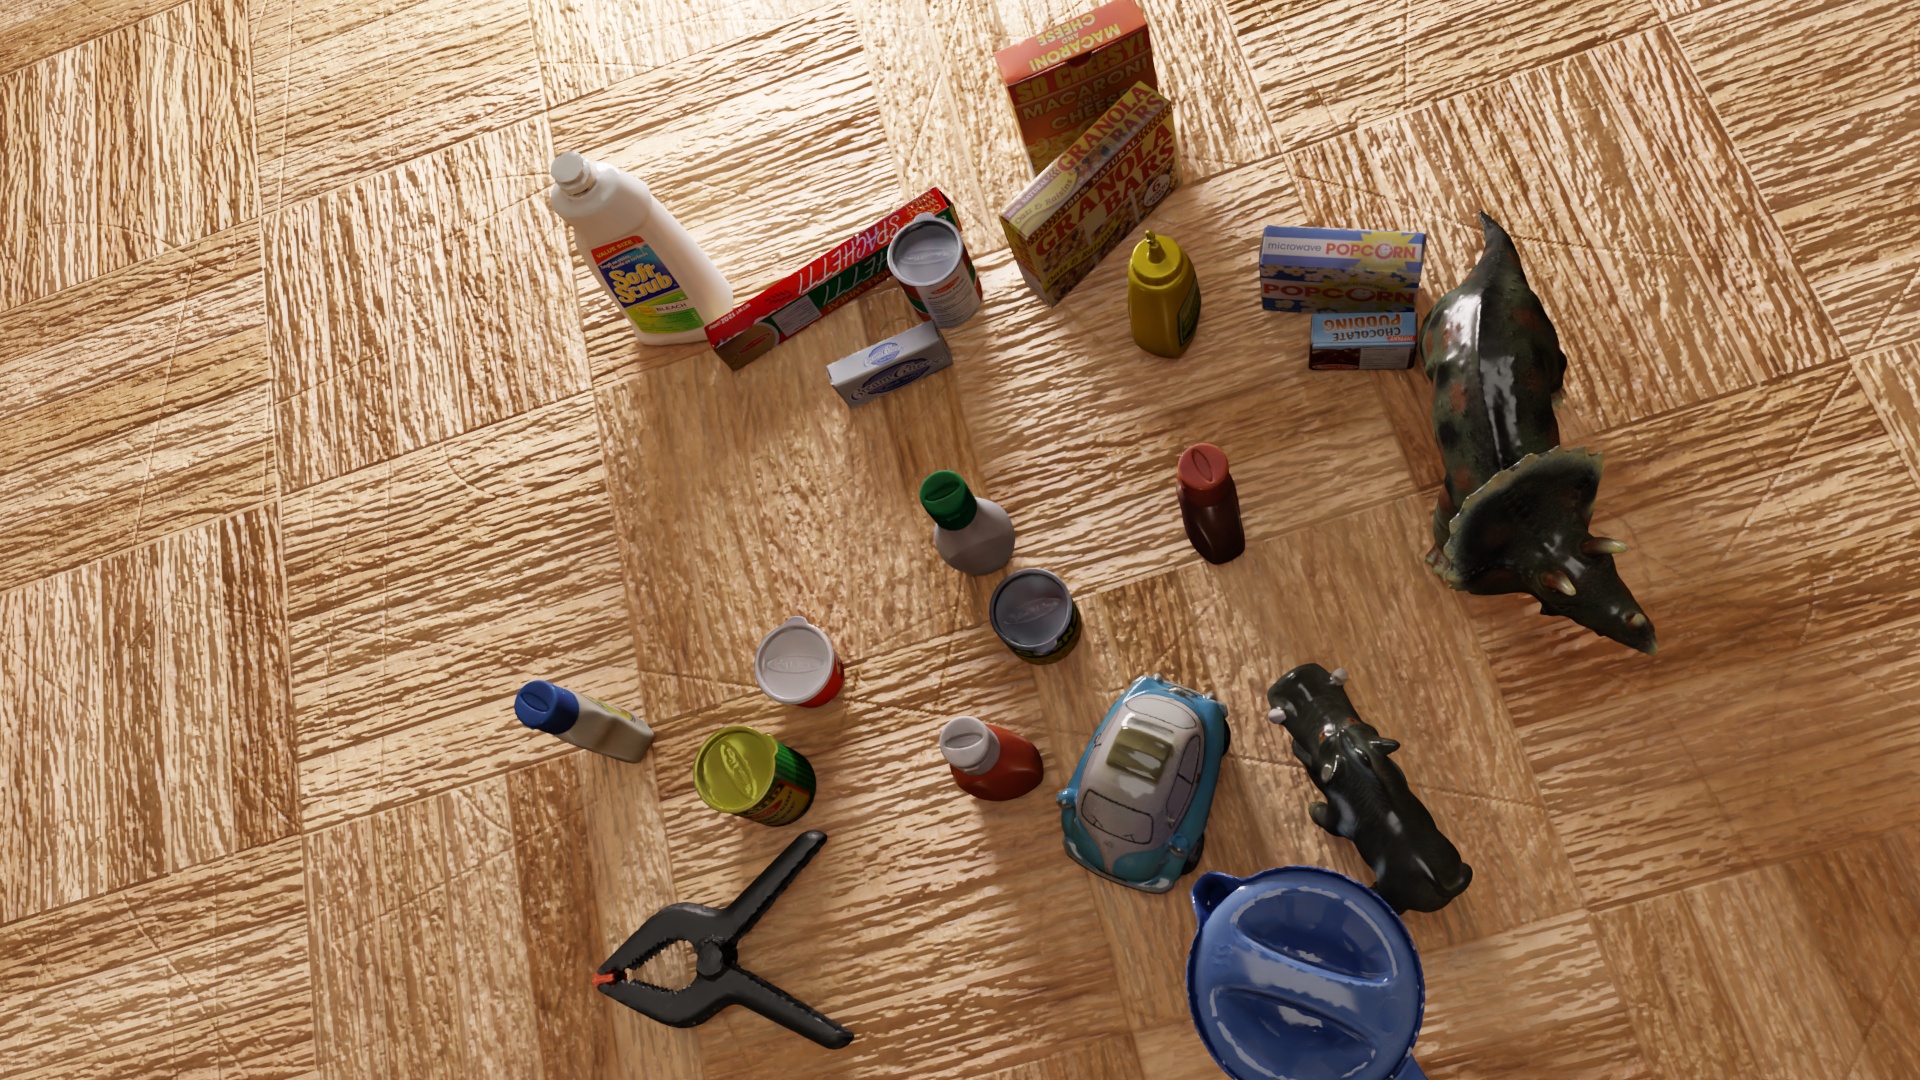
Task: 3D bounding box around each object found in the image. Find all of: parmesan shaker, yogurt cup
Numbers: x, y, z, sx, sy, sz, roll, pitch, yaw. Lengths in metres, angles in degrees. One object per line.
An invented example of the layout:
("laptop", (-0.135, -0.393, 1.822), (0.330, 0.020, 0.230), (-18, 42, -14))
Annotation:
("parmesan shaker", (-0.157, 0.187, 1.095), (0.071, 0.103, 0.071), (-4, 71, 12))
("yogurt cup", (-0.129, 0.106, 1.142), (0.072, 0.054, 0.072), (-4, 71, 12))

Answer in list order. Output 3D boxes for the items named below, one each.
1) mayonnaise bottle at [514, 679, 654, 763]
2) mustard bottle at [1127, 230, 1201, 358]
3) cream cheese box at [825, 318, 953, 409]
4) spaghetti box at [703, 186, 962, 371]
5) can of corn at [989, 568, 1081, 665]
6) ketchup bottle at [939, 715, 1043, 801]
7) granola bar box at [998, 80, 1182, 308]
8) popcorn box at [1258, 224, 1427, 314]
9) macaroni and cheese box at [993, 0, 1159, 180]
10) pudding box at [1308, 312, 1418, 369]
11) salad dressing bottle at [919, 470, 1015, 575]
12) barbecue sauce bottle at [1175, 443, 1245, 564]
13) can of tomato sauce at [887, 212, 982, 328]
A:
("mayonnaise bottle", (-0.305, 0.145, 1.120), (0.065, 0.147, 0.041), (25, 80, 20))
("mustard bottle", (0.162, -0.203, 1.119), (0.049, 0.160, 0.065), (19, 78, 19))
("cream cheese box", (-0.061, -0.153, 1.214), (0.104, 0.053, 0.024), (-23, 68, 5))
("spaghetti box", (-0.113, -0.236, 1.256), (0.250, 0.050, 0.029), (-31, 68, 2))
("can of corn", (0.062, 0.064, 1.108), (0.071, 0.058, 0.071), (-4, 71, 12))
("ketchup bottle", (0.020, 0.163, 1.036), (0.065, 0.148, 0.043), (-15, 69, 9))
("granola bar box", (0.113, -0.292, 1.181), (0.165, 0.124, 0.039), (-44, 68, -3))
("popcorn box", (0.309, -0.218, 1.129), (0.127, 0.085, 0.038), (7, 74, 16))
("macaroni and cheese box", (0.107, -0.376, 1.188), (0.124, 0.166, 0.040), (-22, 68, 6))
("pudding box", (0.325, -0.161, 1.125), (0.084, 0.049, 0.030), (1, 72, 14))
("salad dressing bottle", (0.004, -0.014, 1.100), (0.064, 0.147, 0.044), (-24, 68, 5))
("barbecue sauce bottle", (0.189, -0.031, 1.061), (0.043, 0.148, 0.065), (-26, 68, 4))
("can of tomato sauce", (-0.021, -0.234, 1.216), (0.071, 0.083, 0.071), (-4, 71, 12))
